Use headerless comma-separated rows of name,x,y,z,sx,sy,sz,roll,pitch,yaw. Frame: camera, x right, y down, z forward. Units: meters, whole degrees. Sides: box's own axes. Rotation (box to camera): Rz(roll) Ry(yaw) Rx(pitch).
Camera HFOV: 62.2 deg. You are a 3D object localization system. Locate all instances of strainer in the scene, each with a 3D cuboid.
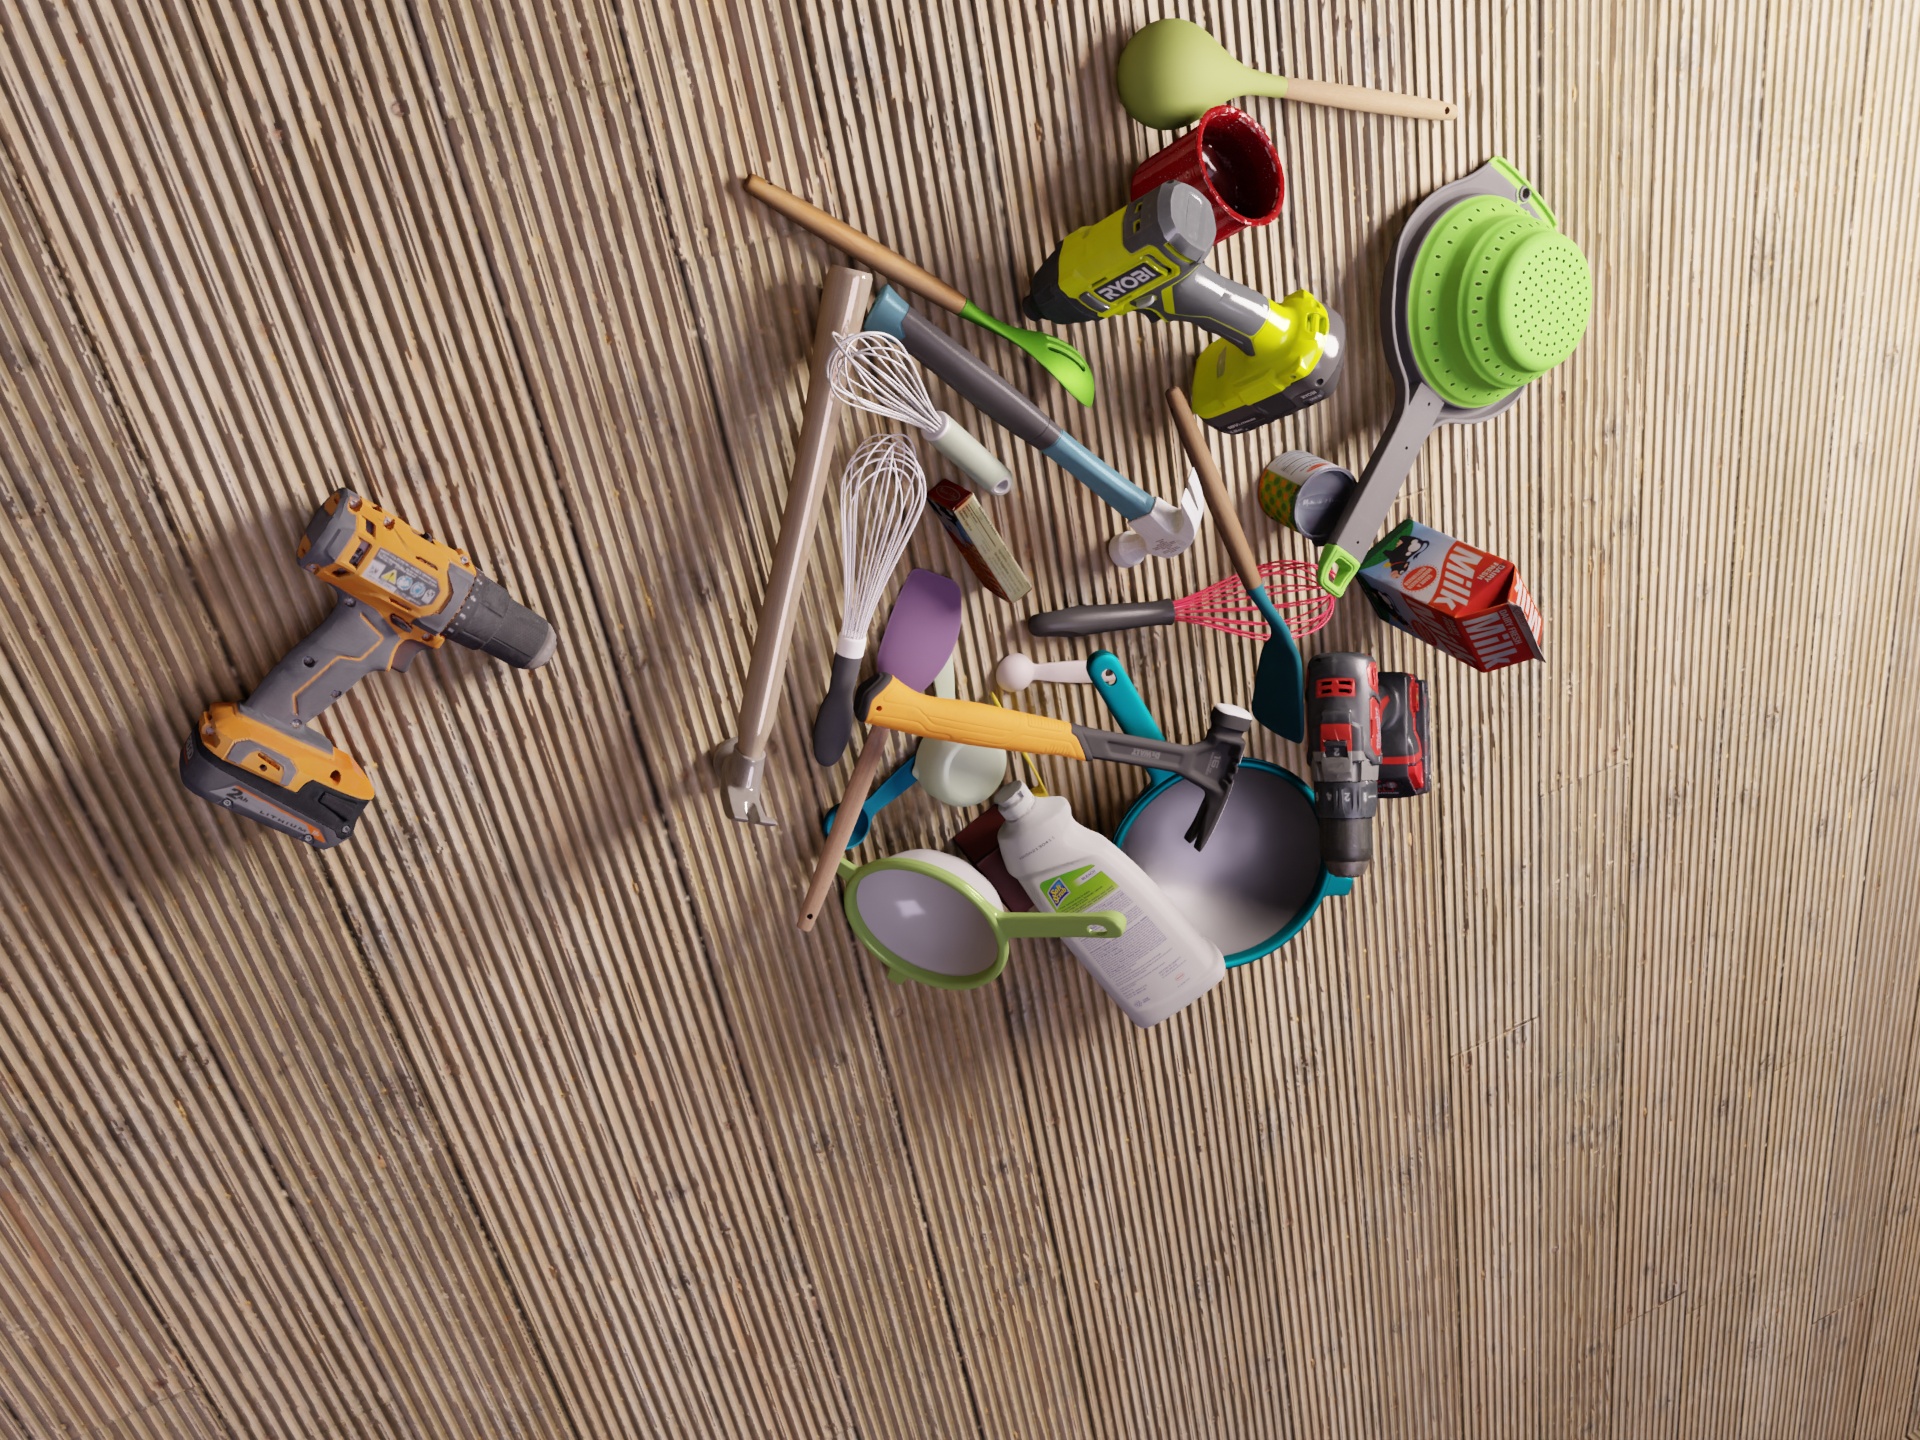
strainer,0.026,0.153,1.335,0.069,0.256,0.151,-60,136,-45
strainer,0.194,0.066,1.429,0.211,0.095,0.340,-31,111,4

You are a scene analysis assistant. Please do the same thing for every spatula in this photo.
spatula,-0.072,0.029,1.308,0.059,0.018,0.316,20,97,-16
spatula,0.223,-0.126,1.302,0.044,0.082,0.317,-32,116,-9

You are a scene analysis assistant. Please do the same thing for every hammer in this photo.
hammer,0.058,-0.224,1.229,0.330,0.128,0.033,33,65,-26
hammer,-0.122,-0.125,1.173,0.038,0.146,0.410,10,104,-17
hammer,0.073,0.021,1.305,0.336,0.034,0.127,11,105,-19

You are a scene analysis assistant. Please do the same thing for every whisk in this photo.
whisk,-0.024,-0.222,1.177,0.058,0.059,0.246,-41,149,12
whisk,0.198,-0.095,1.373,0.295,0.073,0.073,-7,115,-16
whisk,-0.079,-0.089,1.251,0.070,0.070,0.284,2,117,-25

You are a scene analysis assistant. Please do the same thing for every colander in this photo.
colander,0.418,-0.277,1.323,0.204,0.095,0.397,30,86,-33

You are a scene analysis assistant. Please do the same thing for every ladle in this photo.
ladle,0.262,-0.489,1.239,0.320,0.062,0.078,-6,108,-30

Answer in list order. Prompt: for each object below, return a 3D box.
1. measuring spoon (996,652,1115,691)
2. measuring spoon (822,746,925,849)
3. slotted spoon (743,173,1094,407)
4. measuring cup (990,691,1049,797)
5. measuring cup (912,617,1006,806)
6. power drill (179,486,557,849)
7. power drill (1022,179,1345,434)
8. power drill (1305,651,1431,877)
measuring spoon,0.089,-0.040,1.370,0.124,0.018,0.034,-2,113,-25
measuring spoon,-0.067,0.059,1.348,0.128,0.021,0.042,-40,121,-14
slotted spoon,-0.020,-0.318,1.175,0.313,0.070,0.031,24,119,-26
measuring cup,0.050,0.046,1.379,0.029,0.062,0.156,-27,111,0
measuring cup,-0.002,-0.004,1.329,0.083,0.038,0.167,-20,117,-25
power drill,-0.409,-0.025,1.113,0.185,0.084,0.226,32,92,-34
power drill,0.171,-0.308,1.215,0.223,0.171,0.080,23,65,-34
power drill,0.355,0.037,1.398,0.226,0.080,0.188,1,88,-64
